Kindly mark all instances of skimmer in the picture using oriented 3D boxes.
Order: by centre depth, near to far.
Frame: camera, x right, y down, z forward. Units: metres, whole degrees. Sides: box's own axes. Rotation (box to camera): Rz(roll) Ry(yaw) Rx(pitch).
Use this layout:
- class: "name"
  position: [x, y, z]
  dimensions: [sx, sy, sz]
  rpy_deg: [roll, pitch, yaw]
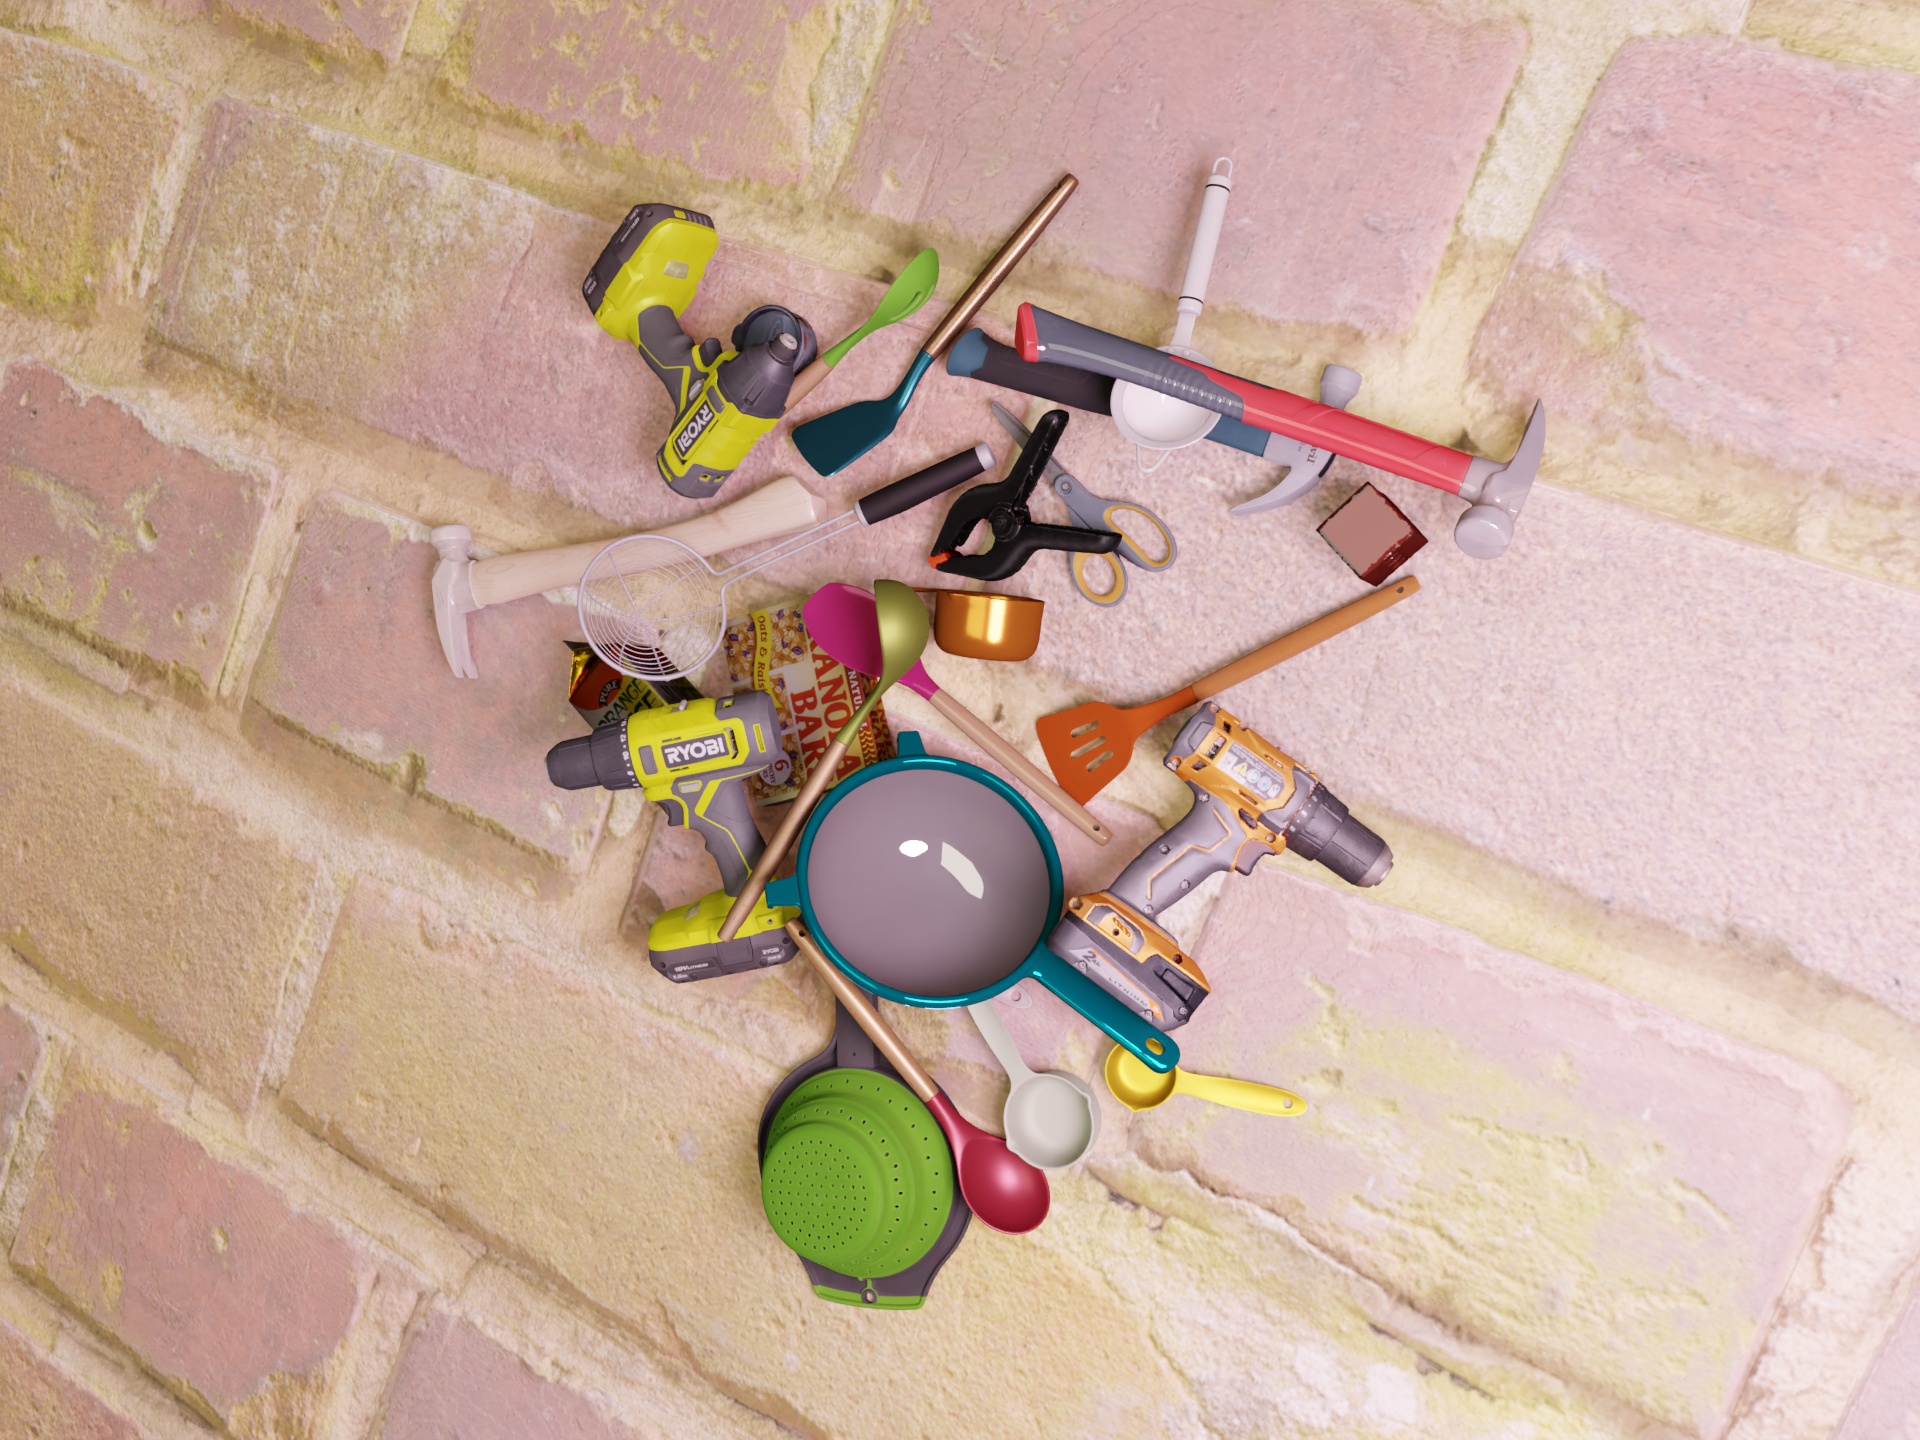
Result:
- class: "skimmer"
  position: [-0.142, -0.146, 1.320]
  dimensions: [0.363, 0.090, 0.127]
  rpy_deg: [-23, 91, 11]

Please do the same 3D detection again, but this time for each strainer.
- class: "strainer"
  position: [0.174, -0.306, 1.211]
  dimensions: [0.087, 0.050, 0.258]
  rpy_deg: [13, 86, 17]
- class: "strainer"
  position: [0.021, 0.178, 1.262]
  dimensions: [0.340, 0.095, 0.211]
  rpy_deg: [36, 61, 7]

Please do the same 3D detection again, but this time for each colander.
- class: "colander"
  position: [-0.100, 0.298, 1.316]
  dimensions: [0.204, 0.094, 0.397]
  rpy_deg: [-3, 88, 23]

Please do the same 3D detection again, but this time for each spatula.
- class: "spatula"
  position: [0.205, -0.032, 1.235]
  dimensions: [0.322, 0.041, 0.081]
  rpy_deg: [-27, 81, 16]
- class: "spatula"
  position: [-0.016, -0.330, 1.322]
  dimensions: [0.317, 0.044, 0.082]
  rpy_deg: [-48, 45, 13]

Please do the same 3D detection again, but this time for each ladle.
- class: "ladle"
  position: [-0.119, 0.033, 1.266]
  dimensions: [0.062, 0.078, 0.320]
  rpy_deg: [31, 94, -3]
- class: "ladle"
  position: [-0.040, 0.284, 1.282]
  dimensions: [0.315, 0.069, 0.031]
  rpy_deg: [51, 151, 0]

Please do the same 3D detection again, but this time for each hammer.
- class: "hammer"
  position: [0.223, -0.237, 1.150]
  dimensions: [0.386, 0.038, 0.143]
  rpy_deg: [22, 56, 13]
- class: "hammer"
  position: [0.139, -0.254, 1.261]
  dimensions: [0.331, 0.033, 0.128]
  rpy_deg: [21, 96, 22]
- class: "hammer"
  position: [-0.307, -0.141, 1.445]
  dimensions: [0.410, 0.038, 0.146]
  rpy_deg: [-9, 87, 22]

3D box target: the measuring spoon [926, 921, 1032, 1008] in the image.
- class: "measuring spoon"
  position: [0.006, 0.206, 1.320]
  dimensions: [0.124, 0.018, 0.034]
  rpy_deg: [28, 87, 14]

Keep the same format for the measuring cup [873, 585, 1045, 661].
- class: "measuring cup"
  position: [-0.010, -0.081, 1.304]
  dimensions: [0.174, 0.095, 0.052]
  rpy_deg: [10, 98, 41]

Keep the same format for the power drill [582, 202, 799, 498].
- class: "power drill"
  position: [-0.227, -0.327, 1.363]
  dimensions: [0.171, 0.080, 0.223]
  rpy_deg: [-44, 65, 33]

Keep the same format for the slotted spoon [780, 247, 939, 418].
- class: "slotted spoon"
  position: [-0.131, -0.293, 1.369]
  dimensions: [0.313, 0.070, 0.031]
  rpy_deg: [-36, 91, 24]

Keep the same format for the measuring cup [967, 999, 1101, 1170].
- class: "measuring cup"
  position: [0.053, 0.281, 1.284]
  dimensions: [0.083, 0.038, 0.168]
  rpy_deg: [-37, 74, 18]

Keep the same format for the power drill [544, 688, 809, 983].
- class: "power drill"
  position: [-0.228, 0.096, 1.322]
  dimensions: [0.190, 0.080, 0.228]
  rpy_deg: [-12, 108, 2]

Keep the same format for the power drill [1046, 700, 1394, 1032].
- class: "power drill"
  position: [0.194, 0.124, 1.183]
  dimensions: [0.185, 0.084, 0.226]
  rpy_deg: [36, 85, 7]

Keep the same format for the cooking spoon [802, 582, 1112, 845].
- class: "cooking spoon"
  position: [-0.002, -0.004, 1.298]
  dimensions: [0.319, 0.017, 0.069]
  rpy_deg: [40, 68, 11]

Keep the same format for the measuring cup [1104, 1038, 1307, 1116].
- class: "measuring cup"
  position: [0.191, 0.283, 1.238]
  dimensions: [0.156, 0.029, 0.062]
  rpy_deg: [10, 90, 11]
